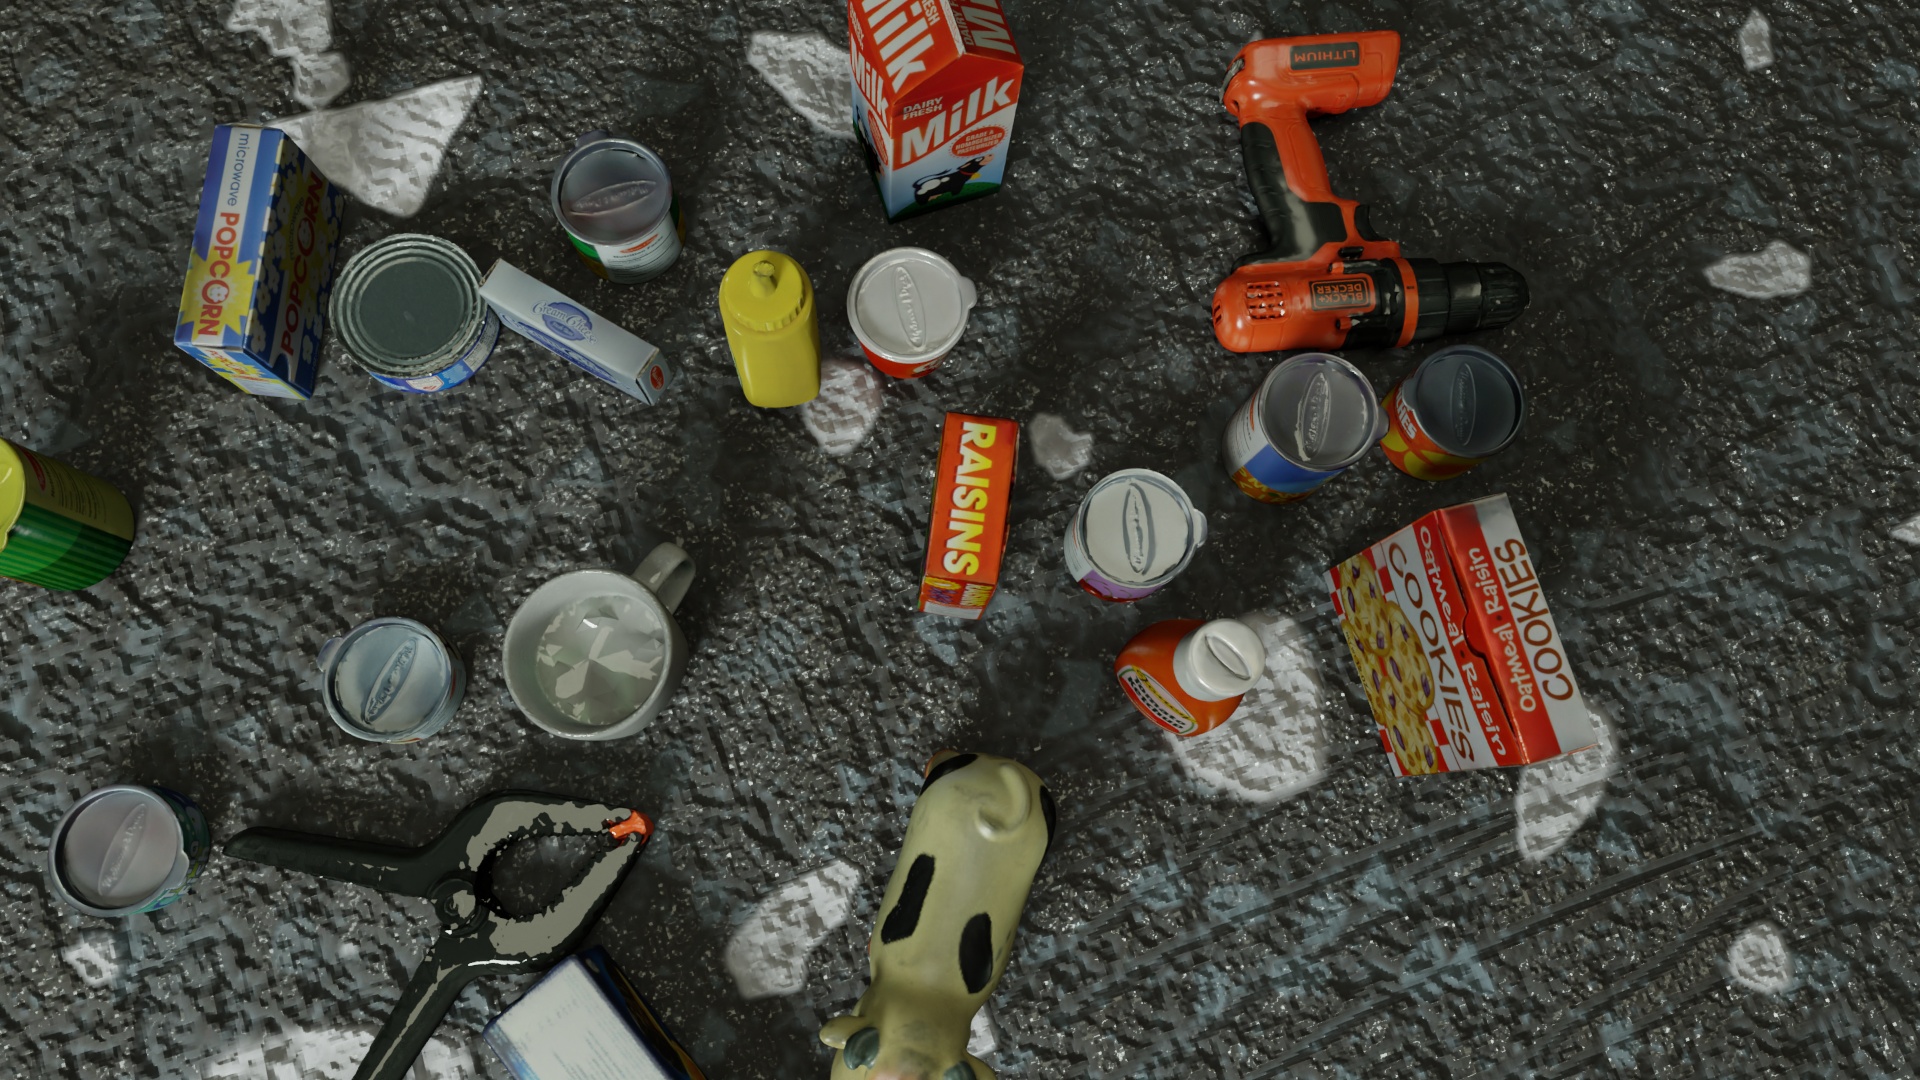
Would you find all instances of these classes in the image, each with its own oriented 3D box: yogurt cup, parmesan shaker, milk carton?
[{"bbox_3d":[-0.030,-0.126,0.789,0.072,0.054,0.072,1,78,-3],"label":"yogurt cup"},{"bbox_3d":[-0.482,-0.011,0.712,0.071,0.103,0.071,1,78,-3],"label":"parmesan shaker"},{"bbox_3d":[-0.015,-0.248,0.746,0.073,0.190,0.072,-19,80,-7],"label":"milk carton"}]

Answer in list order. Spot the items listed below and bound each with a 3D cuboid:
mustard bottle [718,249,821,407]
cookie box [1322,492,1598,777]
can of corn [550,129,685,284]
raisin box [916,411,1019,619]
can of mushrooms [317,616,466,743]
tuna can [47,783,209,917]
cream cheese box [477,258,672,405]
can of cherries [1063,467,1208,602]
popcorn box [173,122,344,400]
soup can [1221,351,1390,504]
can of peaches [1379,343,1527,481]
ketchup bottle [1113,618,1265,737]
[{"bbox_3d":[-0.100,-0.117,0.729,0.049,0.160,0.065,-8,79,-5],"label":"mustard bottle"},{"bbox_3d":[0.246,0.055,0.709,0.040,0.167,0.123,-16,80,-6],"label":"cookie box"},{"bbox_3d":[-0.194,-0.189,0.790,0.071,0.058,0.071,1,78,-3],"label":"can of corn"},{"bbox_3d":[0.003,-0.009,0.731,0.040,0.123,0.086,9,78,-2],"label":"raisin box"},{"bbox_3d":[-0.303,0.074,0.740,0.071,0.033,0.071,1,78,-3],"label":"can of mushrooms"},{"bbox_3d":[-0.424,0.160,0.715,0.071,0.032,0.071,1,78,-3],"label":"tuna can"},{"bbox_3d":[-0.214,-0.115,0.776,0.104,0.053,0.024,29,78,3],"label":"cream cheese box"},{"bbox_3d":[0.095,-0.001,0.768,0.071,0.058,0.071,1,78,-3],"label":"can of cherries"},{"bbox_3d":[-0.379,-0.150,0.757,0.038,0.085,0.127,4,78,-2],"label":"popcorn box"},{"bbox_3d":[0.190,-0.059,0.773,0.071,0.083,0.071,1,78,-3],"label":"soup can"},{"bbox_3d":[0.277,-0.072,0.794,0.071,0.058,0.071,1,78,-3],"label":"can of peaches"},{"bbox_3d":[0.119,0.067,0.709,0.065,0.148,0.043,44,80,6],"label":"ketchup bottle"}]
